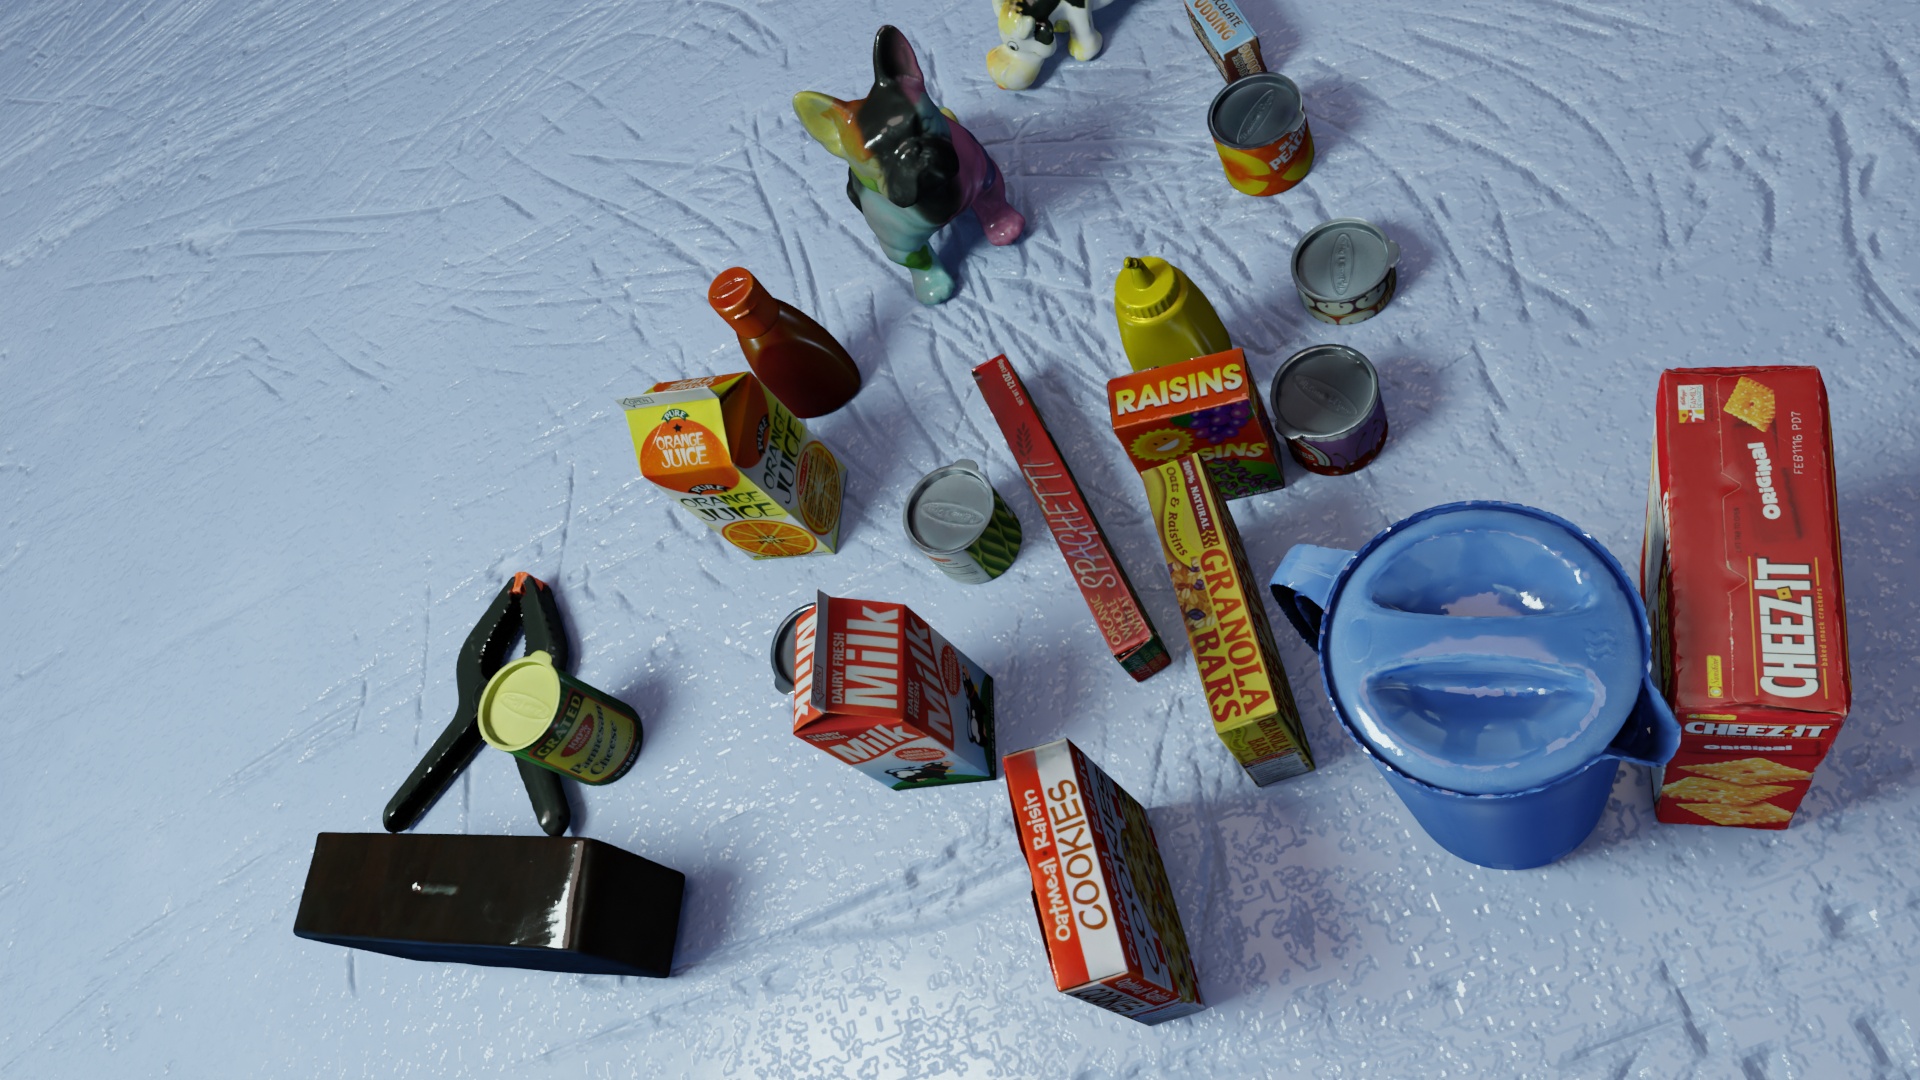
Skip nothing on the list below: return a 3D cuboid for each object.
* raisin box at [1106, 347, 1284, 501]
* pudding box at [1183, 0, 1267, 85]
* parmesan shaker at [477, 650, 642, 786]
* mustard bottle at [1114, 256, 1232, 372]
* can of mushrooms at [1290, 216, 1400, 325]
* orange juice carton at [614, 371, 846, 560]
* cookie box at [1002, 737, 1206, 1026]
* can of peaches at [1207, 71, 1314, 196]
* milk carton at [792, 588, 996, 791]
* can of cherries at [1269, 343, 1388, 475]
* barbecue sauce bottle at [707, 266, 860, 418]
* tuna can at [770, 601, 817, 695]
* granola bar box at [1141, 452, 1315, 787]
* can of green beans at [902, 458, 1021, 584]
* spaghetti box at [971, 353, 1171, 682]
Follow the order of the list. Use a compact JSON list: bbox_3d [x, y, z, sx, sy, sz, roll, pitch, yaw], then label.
[{"bbox_3d":[0.150,-0.067,0.872,0.086,0.123,0.040,-12,63,18],"label":"raisin box"},{"bbox_3d":[0.198,-0.381,1.044,0.030,0.049,0.084,-27,59,10],"label":"pudding box"},{"bbox_3d":[-0.277,0.127,0.977,0.071,0.103,0.071,-9,63,19],"label":"parmesan shaker"},{"bbox_3d":[0.132,-0.140,0.893,0.065,0.160,0.049,-5,65,21],"label":"mustard bottle"},{"bbox_3d":[0.260,-0.180,0.932,0.071,0.033,0.071,-9,63,19],"label":"can of mushrooms"},{"bbox_3d":[-0.154,-0.056,0.958,0.072,0.192,0.073,-4,65,22],"label":"orange juice carton"},{"bbox_3d":[0.079,0.190,0.755,0.040,0.167,0.123,-22,60,13],"label":"cookie box"},{"bbox_3d":[0.216,-0.287,0.987,0.071,0.058,0.071,-9,63,19],"label":"can of peaches"},{"bbox_3d":[-0.045,0.094,0.841,0.073,0.190,0.072,-10,63,19],"label":"milk carton"},{"bbox_3d":[0.232,-0.080,0.882,0.071,0.058,0.072,-9,63,19],"label":"can of cherries"},{"bbox_3d":[-0.131,-0.144,1.015,0.065,0.148,0.044,-25,59,11],"label":"barbecue sauce bottle"},{"bbox_3d":[-0.097,0.081,0.963,0.071,0.032,0.071,-9,63,19],"label":"tuna can"},{"bbox_3d":[0.158,0.048,0.814,0.039,0.124,0.166,-20,60,14],"label":"granola bar box"},{"bbox_3d":[0.002,-0.010,0.948,0.071,0.057,0.071,-9,63,19],"label":"can of green beans"},{"bbox_3d":[0.071,-0.020,0.927,0.028,0.050,0.251,-30,58,8],"label":"spaghetti box"}]
